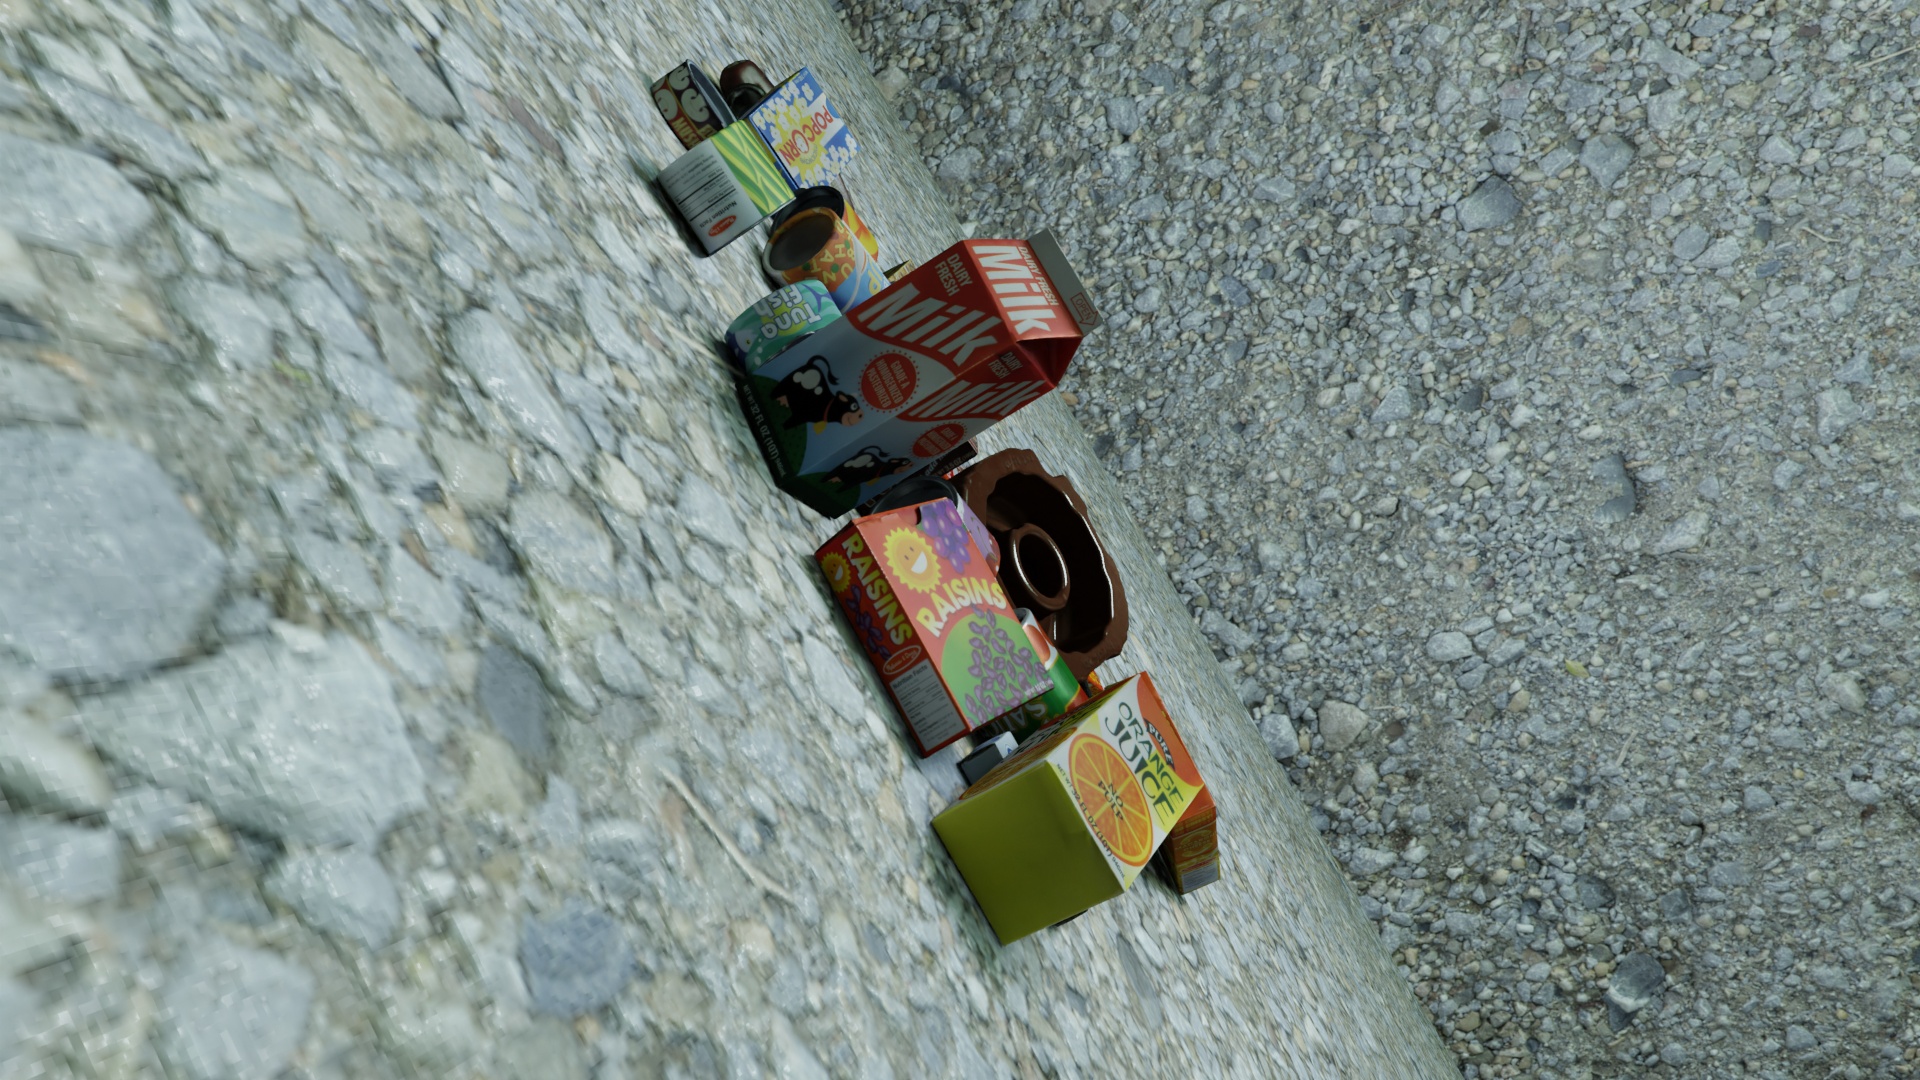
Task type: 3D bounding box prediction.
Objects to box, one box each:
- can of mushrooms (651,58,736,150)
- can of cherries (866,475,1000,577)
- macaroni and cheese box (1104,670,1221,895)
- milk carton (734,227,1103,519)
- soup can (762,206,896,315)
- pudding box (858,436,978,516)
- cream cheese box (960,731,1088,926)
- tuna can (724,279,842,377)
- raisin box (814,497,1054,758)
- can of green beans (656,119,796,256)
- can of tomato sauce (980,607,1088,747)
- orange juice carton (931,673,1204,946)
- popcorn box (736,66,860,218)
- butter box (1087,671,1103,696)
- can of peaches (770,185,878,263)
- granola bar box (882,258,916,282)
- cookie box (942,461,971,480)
[{"bbox_3d":[-0.188,-0.306,0.996,0.071,0.033,0.071,57,10,-15],"label":"can of mushrooms"},{"bbox_3d":[-0.018,0.006,0.833,0.058,0.071,0.072,51,13,-43],"label":"can of cherries"},{"bbox_3d":[0.160,0.194,1.095,0.165,0.040,0.124,70,-4,-57],"label":"macaroni and cheese box"},{"bbox_3d":[-0.018,-0.095,0.761,0.072,0.190,0.073,63,11,23],"label":"milk carton"},{"bbox_3d":[-0.093,-0.194,1.018,0.083,0.071,0.071,49,15,-45],"label":"soup can"},{"bbox_3d":[-0.036,-0.056,0.862,0.049,0.083,0.030,55,11,-22],"label":"pudding box"},{"bbox_3d":[0.039,0.159,0.776,0.104,0.024,0.053,60,9,5],"label":"cream cheese box"},{"bbox_3d":[-0.099,-0.118,0.790,0.033,0.071,0.071,59,10,4],"label":"tuna can"},{"bbox_3d":[-0.013,0.043,0.739,0.086,0.040,0.123,-17,74,-53],"label":"raisin box"},{"bbox_3d":[-0.145,-0.218,0.859,0.057,0.071,0.071,56,11,-15],"label":"can of green beans"},{"bbox_3d":[0.036,0.093,0.833,0.083,0.071,0.071,57,10,-10],"label":"can of tomato sauce"},{"bbox_3d":[0.068,0.130,0.731,0.072,0.073,0.193,59,26,3],"label":"orange juice carton"},{"bbox_3d":[-0.140,-0.331,1.159,0.085,0.038,0.127,54,34,-22],"label":"popcorn box"},{"bbox_3d":[0.086,0.100,1.162,0.053,0.024,0.103,63,11,26],"label":"butter box"},{"bbox_3d":[-0.106,-0.235,1.087,0.058,0.071,0.071,47,16,-52],"label":"can of peaches"},{"bbox_3d":[-0.040,-0.176,1.221,0.124,0.039,0.166,60,13,-13],"label":"granola bar box"},{"bbox_3d":[0.004,-0.013,1.055,0.167,0.040,0.123,55,11,-25],"label":"cookie box"}]
